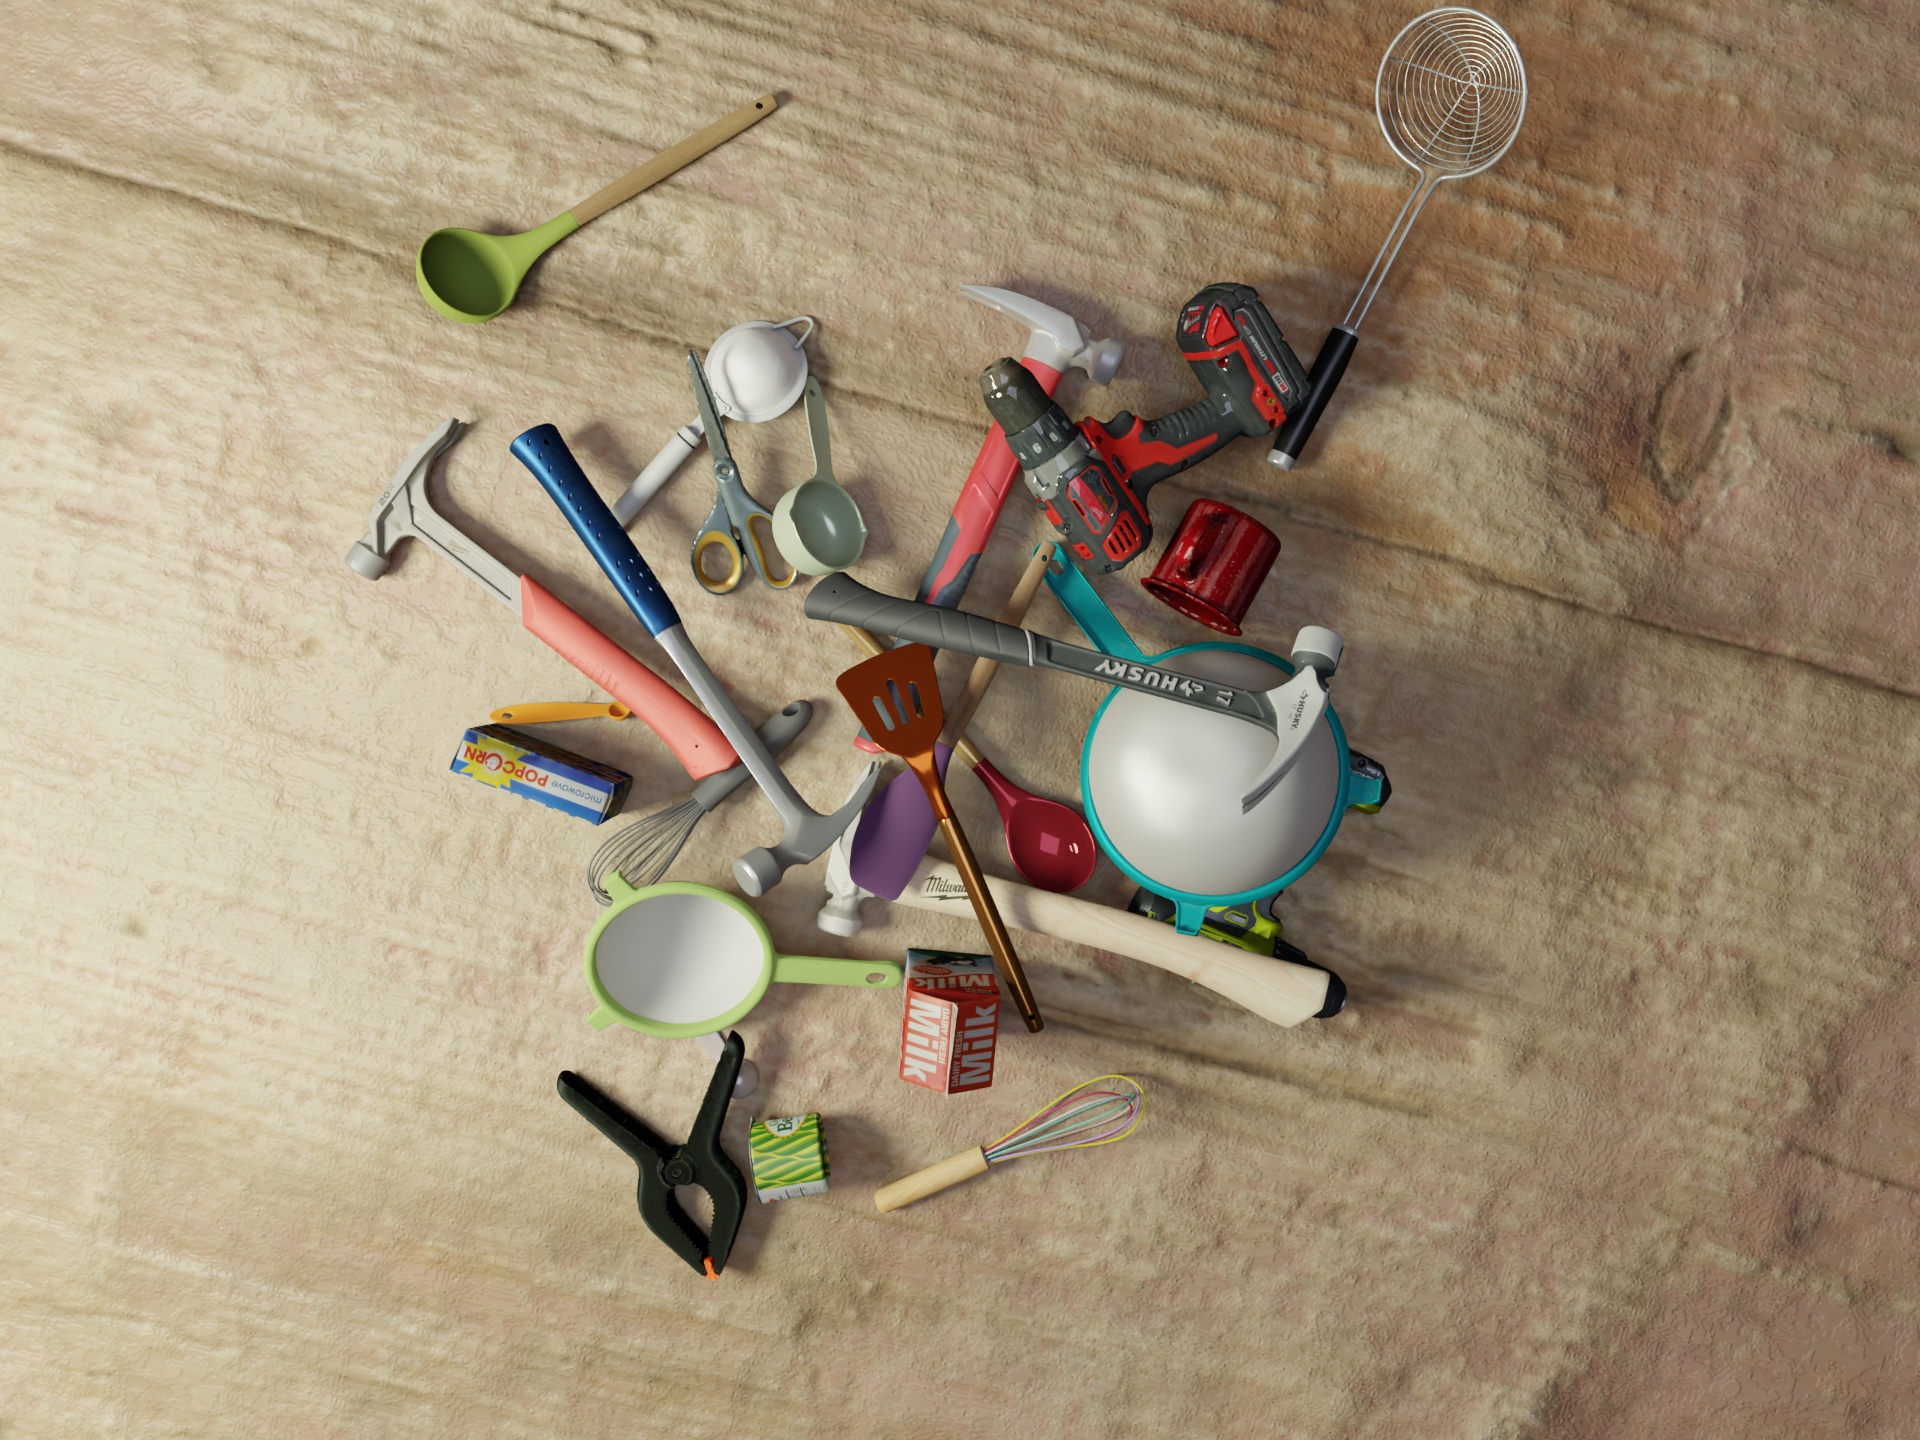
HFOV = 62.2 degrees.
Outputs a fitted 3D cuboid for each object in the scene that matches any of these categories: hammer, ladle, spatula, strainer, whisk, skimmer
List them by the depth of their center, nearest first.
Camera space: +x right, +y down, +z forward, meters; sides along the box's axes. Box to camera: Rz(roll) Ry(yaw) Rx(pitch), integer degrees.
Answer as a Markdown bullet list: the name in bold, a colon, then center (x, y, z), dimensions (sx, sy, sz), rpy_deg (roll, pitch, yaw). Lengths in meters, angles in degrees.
- **hammer**: center (0.068, -0.045, 1.197), dimensions (0.409, 0.036, 0.149), rpy_deg (15, 67, 19)
- **strainer**: center (0.153, -0.016, 1.230), dimensions (0.211, 0.095, 0.340), rpy_deg (-37, 74, 5)
- **hammer**: center (-0.219, -0.064, 1.252), dimensions (0.144, 0.035, 0.405), rpy_deg (-33, 85, -31)
- **spatula**: center (-0.002, 0.097, 1.255), dimensions (0.081, 0.041, 0.322), rpy_deg (-23, 95, -2)
- **skimmer**: center (0.327, -0.374, 1.261), dimensions (0.127, 0.090, 0.363), rpy_deg (30, 97, 29)
- **ladle**: center (-0.285, -0.415, 1.262), dimensions (0.320, 0.062, 0.078), rpy_deg (-31, 97, -1)
- **hammer**: center (0.091, 0.151, 1.275), dimensions (0.411, 0.038, 0.146), rpy_deg (15, 94, 12)
- **spatula**: center (-0.002, -0.004, 1.276), dimensions (0.059, 0.018, 0.316), rpy_deg (29, 87, -9)
- **hammer**: center (-0.316, -0.082, 1.279), dimensions (0.359, 0.036, 0.149), rpy_deg (37, 93, 3)
- **hammer**: center (-0.009, -0.157, 1.284), dimensions (0.143, 0.038, 0.386), rpy_deg (24, 89, -2)
- **strainer**: center (-0.213, -0.235, 1.286), dimensions (0.087, 0.050, 0.258), rpy_deg (44, 96, 12)
- **strainer**: center (-0.176, 0.186, 1.305), dimensions (0.256, 0.069, 0.151), rpy_deg (6, 117, -13)
- **whisk**: center (-0.213, 0.065, 1.308), dimensions (0.239, 0.055, 0.055), rpy_deg (-42, 94, -3)
- **ladle**: center (-0.004, 0.017, 1.316), dimensions (0.069, 0.031, 0.315), rpy_deg (-42, 92, 0)
- **whisk**: center (0.042, 0.362, 1.336), dimensions (0.245, 0.051, 0.047), rpy_deg (-24, 100, 4)

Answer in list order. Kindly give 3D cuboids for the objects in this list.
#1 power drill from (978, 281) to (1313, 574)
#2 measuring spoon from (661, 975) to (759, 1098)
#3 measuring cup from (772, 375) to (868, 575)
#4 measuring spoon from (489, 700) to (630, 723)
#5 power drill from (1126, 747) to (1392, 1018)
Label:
- **power drill**: center (0.140, -0.249, 1.243), dimensions (0.226, 0.080, 0.187), rpy_deg (-39, 108, -5)
- **measuring spoon**: center (-0.213, 0.266, 1.333), dimensions (0.034, 0.018, 0.124), rpy_deg (-35, 94, 2)
- **measuring cup**: center (-0.122, -0.197, 1.289), dimensions (0.038, 0.083, 0.168), rpy_deg (-20, 71, 42)
- **measuring spoon**: center (-0.330, -0.004, 1.313), dimensions (0.117, 0.021, 0.011), rpy_deg (-3, 137, 0)
- **power drill**: center (0.260, 0.123, 1.305), dimensions (0.190, 0.080, 0.228), rpy_deg (23, 96, -2)
